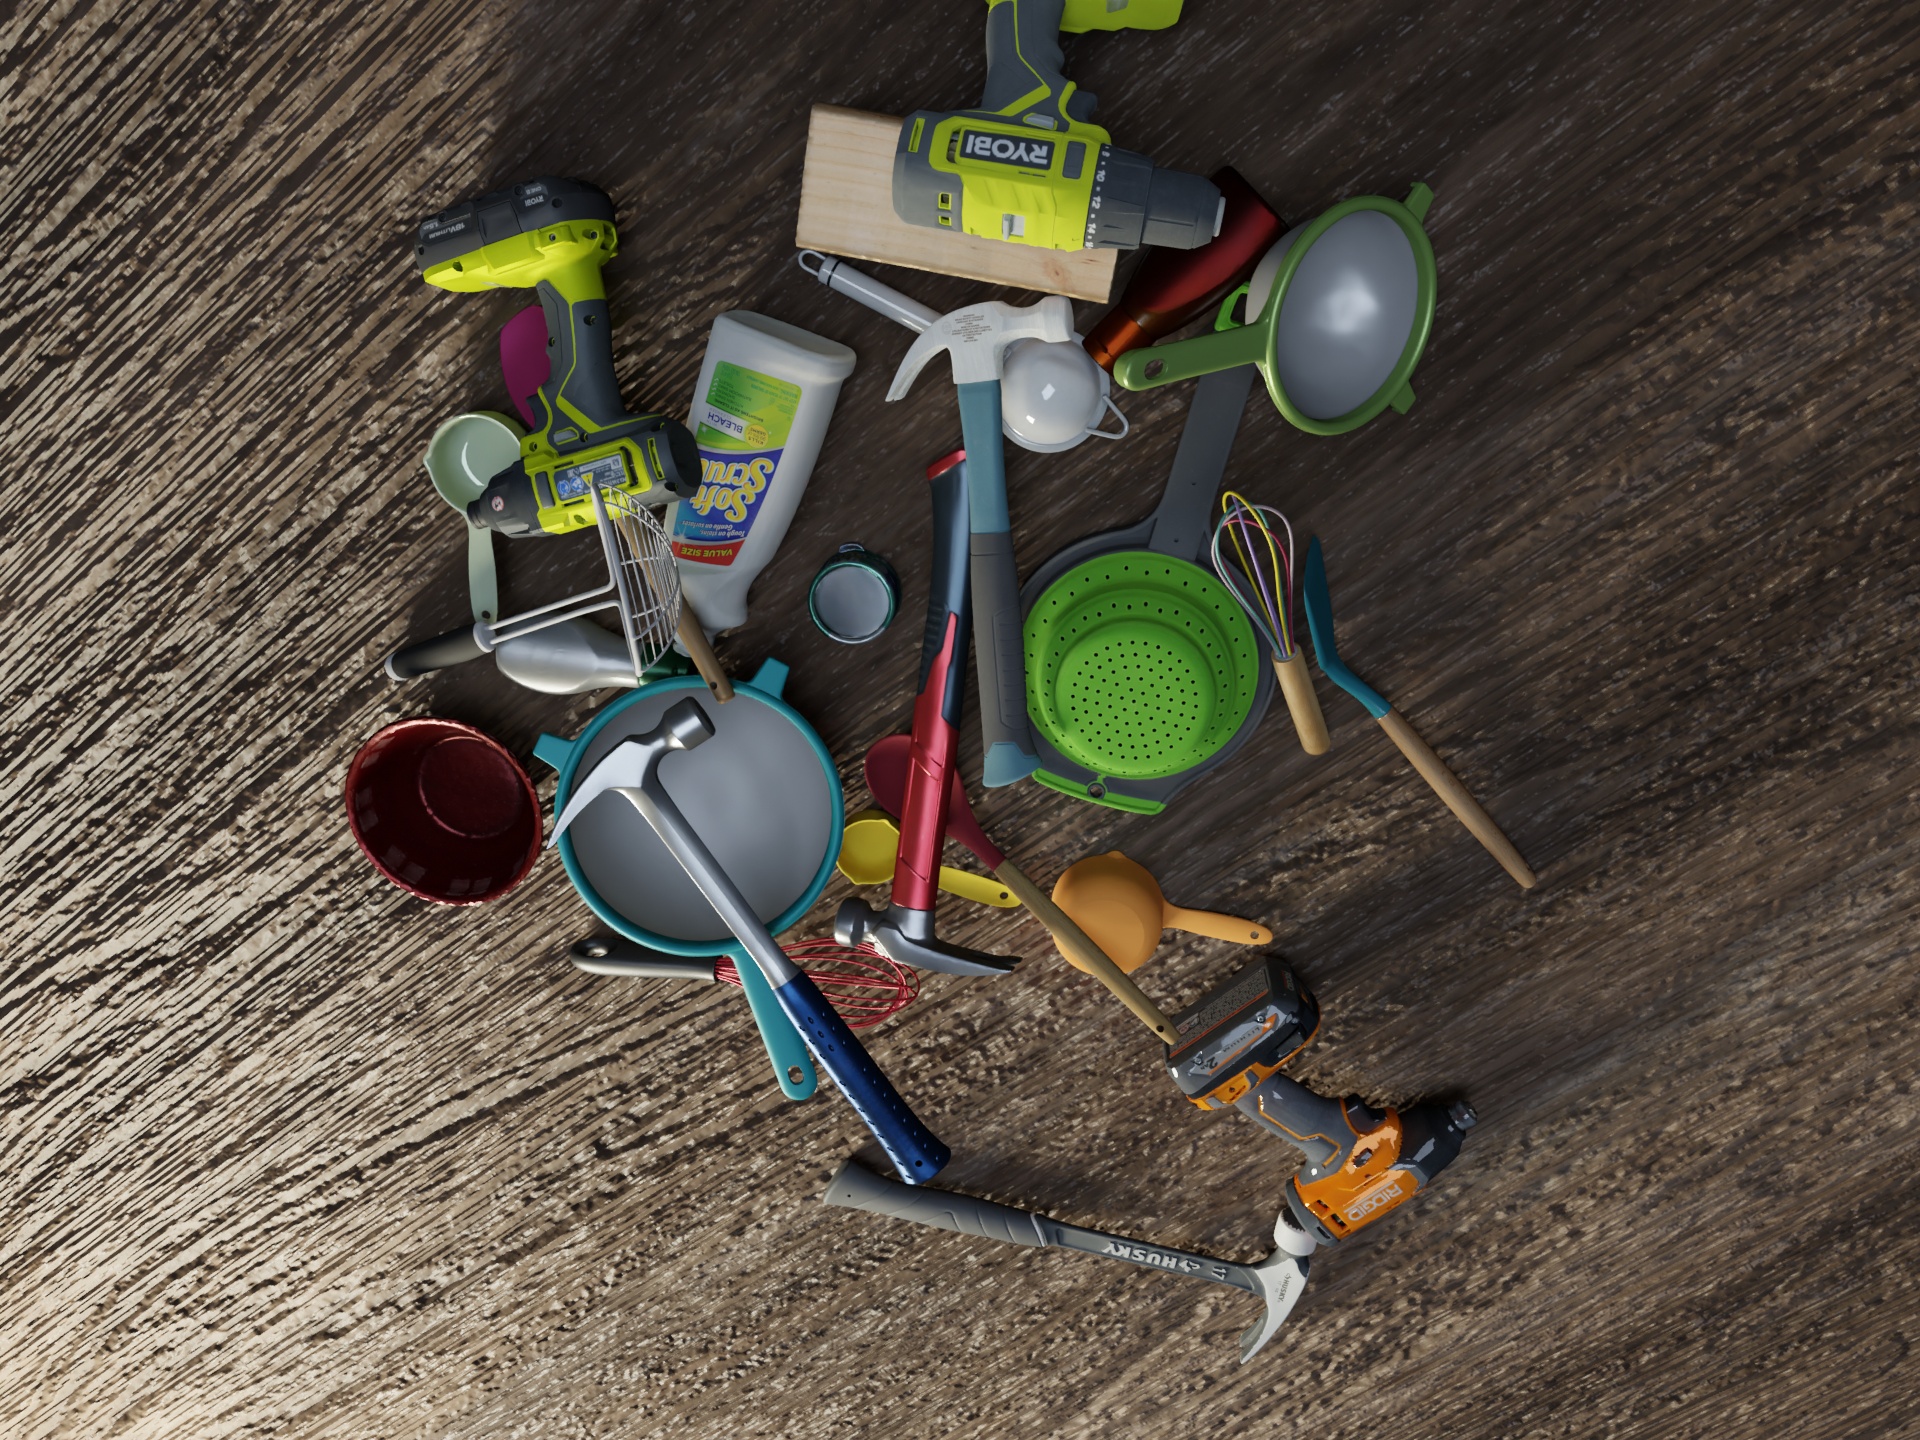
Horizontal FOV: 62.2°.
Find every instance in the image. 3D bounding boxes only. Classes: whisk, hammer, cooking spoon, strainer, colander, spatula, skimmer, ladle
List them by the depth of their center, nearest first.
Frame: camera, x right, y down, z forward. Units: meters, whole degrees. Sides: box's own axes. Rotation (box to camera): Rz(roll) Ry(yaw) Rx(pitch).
[{"bbox_3d":[0.190,-0.251,1.011,0.256,0.069,0.151,-19,122,-26],"label":"strainer"},{"bbox_3d":[0.023,-0.116,1.088,0.128,0.033,0.331,-1,103,17],"label":"hammer"},{"bbox_3d":[0.220,-0.060,1.094,0.047,0.051,0.244,11,144,38],"label":"whisk"},{"bbox_3d":[0.002,-0.260,1.098,0.258,0.050,0.087,28,95,1],"label":"strainer"},{"bbox_3d":[0.145,-0.102,1.105,0.204,0.094,0.397,16,111,2],"label":"colander"},{"bbox_3d":[-0.320,-0.069,1.112,0.363,0.090,0.127,-13,92,38],"label":"skimmer"},{"bbox_3d":[-0.243,-0.153,1.142,0.069,0.017,0.319,-30,87,21],"label":"cooking spoon"},{"bbox_3d":[0.329,0.007,1.145,0.044,0.082,0.317,-33,108,33],"label":"spatula"},{"bbox_3d":[-0.002,-0.004,1.159,0.143,0.038,0.386,11,103,16],"label":"hammer"},{"bbox_3d":[-0.139,0.184,1.166,0.144,0.035,0.405,-34,105,0],"label":"hammer"},{"bbox_3d":[0.049,0.127,1.197,0.315,0.031,0.069,45,113,9],"label":"ladle"},{"bbox_3d":[-0.175,0.123,1.218,0.211,0.095,0.340,-19,102,-2],"label":"strainer"},{"bbox_3d":[-0.177,0.201,1.281,0.296,0.073,0.073,4,111,12],"label":"whisk"},{"bbox_3d":[0.085,0.437,1.343,0.409,0.036,0.149,11,112,4],"label":"hammer"}]

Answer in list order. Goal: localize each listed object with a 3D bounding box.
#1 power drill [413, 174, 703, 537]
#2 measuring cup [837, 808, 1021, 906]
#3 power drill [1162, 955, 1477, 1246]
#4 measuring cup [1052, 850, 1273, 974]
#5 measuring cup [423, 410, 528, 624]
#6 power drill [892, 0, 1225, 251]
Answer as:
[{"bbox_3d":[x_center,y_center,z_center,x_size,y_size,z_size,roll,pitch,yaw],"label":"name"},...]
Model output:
[{"bbox_3d":[-0.287,-0.243,1.096,0.171,0.080,0.223,-13,95,16],"label":"power drill"},{"bbox_3d":[-0.024,0.113,1.249,0.156,0.029,0.062,20,112,-12],"label":"measuring cup"},{"bbox_3d":[0.284,0.293,1.241,0.164,0.084,0.226,-39,105,18],"label":"power drill"},{"bbox_3d":[0.154,0.161,1.221,0.173,0.052,0.095,10,111,6],"label":"measuring cup"},{"bbox_3d":[-0.351,-0.149,1.187,0.083,0.038,0.167,7,113,5],"label":"measuring cup"},{"bbox_3d":[0.073,-0.383,0.953,0.190,0.080,0.229,10,71,4],"label":"power drill"}]
